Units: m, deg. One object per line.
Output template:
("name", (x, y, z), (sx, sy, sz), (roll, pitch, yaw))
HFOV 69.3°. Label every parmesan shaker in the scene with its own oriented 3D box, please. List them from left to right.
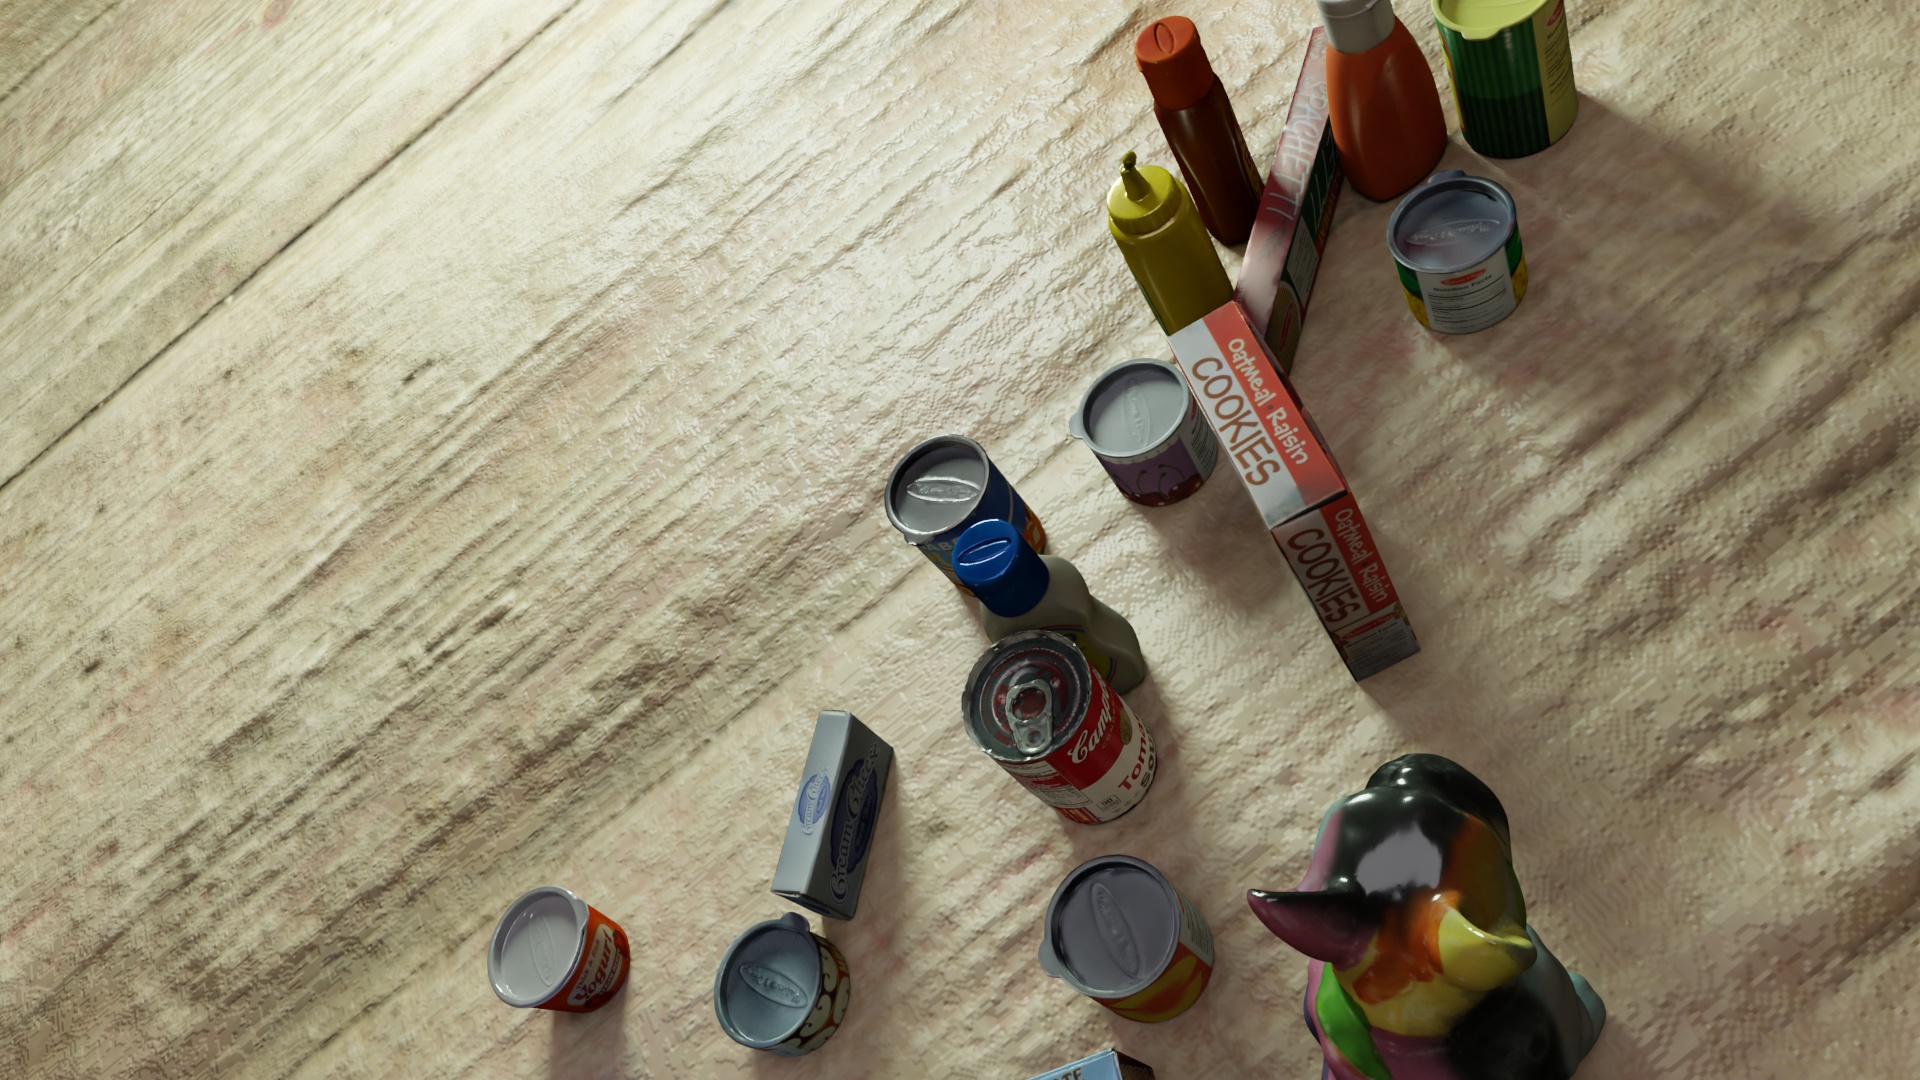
("parmesan shaker", (0.308, -0.272, 0.786), (0.071, 0.103, 0.071), (-14, 56, 22))

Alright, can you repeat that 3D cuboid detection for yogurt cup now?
("yogurt cup", (-0.228, 0.239, 0.799), (0.072, 0.053, 0.073), (-14, 56, 21))

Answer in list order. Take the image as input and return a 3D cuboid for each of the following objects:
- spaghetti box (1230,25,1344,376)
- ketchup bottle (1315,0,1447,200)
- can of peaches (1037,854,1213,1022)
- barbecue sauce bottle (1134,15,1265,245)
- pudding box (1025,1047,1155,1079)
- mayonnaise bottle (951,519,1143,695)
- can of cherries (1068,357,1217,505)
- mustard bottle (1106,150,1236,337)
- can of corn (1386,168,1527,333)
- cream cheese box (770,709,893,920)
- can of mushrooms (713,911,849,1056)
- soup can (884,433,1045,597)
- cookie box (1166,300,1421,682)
("spaghetti box", (0.204, -0.203, 0.835), (0.028, 0.050, 0.251), (6, 65, 32))
("ketchup bottle", (0.236, -0.263, 0.790), (0.065, 0.148, 0.044), (-44, 51, -1))
("can of peaches", (0.079, 0.190, 0.658), (0.071, 0.058, 0.071), (-14, 56, 21))
("barbecue sauce bottle", (0.144, -0.245, 0.829), (0.043, 0.148, 0.065), (-22, 54, 16))
("pudding box", (0.046, 0.263, 0.637), (0.083, 0.049, 0.030), (-25, 53, 13))
("mayonnaise bottle", (0.043, 0.039, 0.712), (0.064, 0.147, 0.041), (-21, 54, 17))
("can of cherries", (0.105, -0.061, 0.796), (0.071, 0.058, 0.072), (-14, 56, 21))
("mustard bottle", (0.117, -0.167, 0.789), (0.049, 0.160, 0.065), (-27, 52, 13))
("can of corn", (0.274, -0.158, 0.764), (0.071, 0.058, 0.071), (-14, 56, 21))
("cream cheese box", (-0.069, 0.151, 0.766), (0.024, 0.053, 0.104), (-1, 61, 29))
("can of mushrooms", (-0.094, 0.236, 0.740), (0.071, 0.033, 0.071), (-14, 56, 21))
("soup can", (0.003, -0.010, 0.805), (0.071, 0.083, 0.071), (-14, 56, 22))
("cookie box", (0.163, -0.021, 0.670), (0.040, 0.167, 0.123), (-29, 52, 11))
